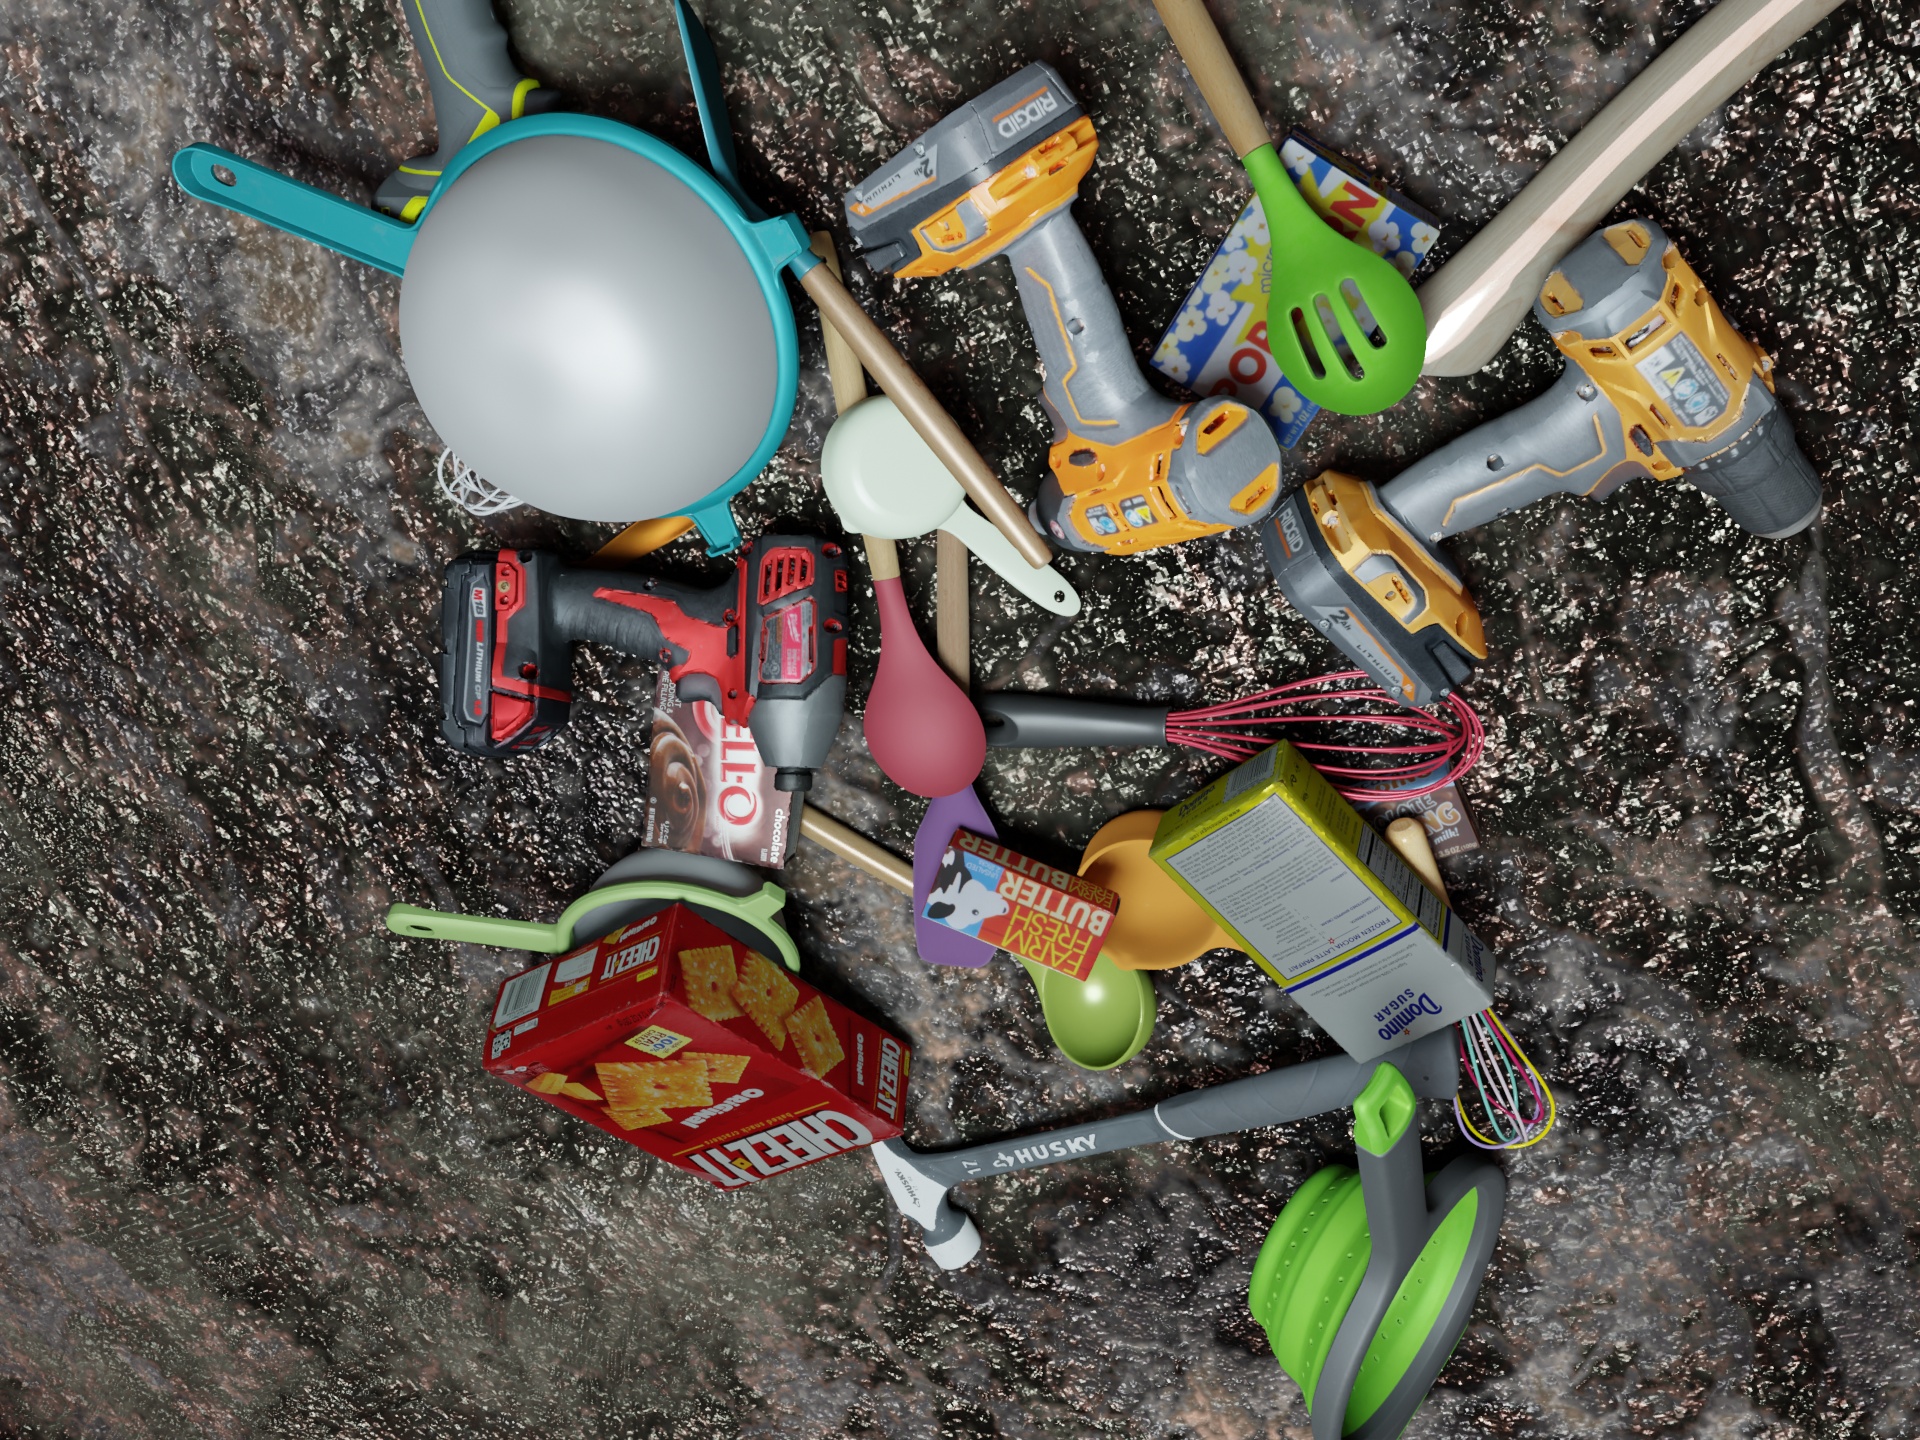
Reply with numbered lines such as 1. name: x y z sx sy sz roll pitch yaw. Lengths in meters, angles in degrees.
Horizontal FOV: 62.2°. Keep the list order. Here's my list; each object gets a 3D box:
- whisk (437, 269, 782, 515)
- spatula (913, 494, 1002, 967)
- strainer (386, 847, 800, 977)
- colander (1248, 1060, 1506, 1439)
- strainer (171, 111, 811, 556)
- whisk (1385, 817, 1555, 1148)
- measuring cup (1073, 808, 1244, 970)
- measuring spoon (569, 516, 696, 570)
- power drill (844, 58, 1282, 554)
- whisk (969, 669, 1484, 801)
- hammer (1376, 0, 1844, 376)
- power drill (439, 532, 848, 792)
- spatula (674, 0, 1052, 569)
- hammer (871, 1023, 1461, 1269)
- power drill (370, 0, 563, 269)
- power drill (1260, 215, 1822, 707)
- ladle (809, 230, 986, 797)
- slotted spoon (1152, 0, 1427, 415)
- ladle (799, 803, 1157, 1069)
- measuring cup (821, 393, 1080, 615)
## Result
1. whisk: -0.193 -0.186 0.871 0.246 0.058 0.059 -31 140 22
2. spatula: -0.001 -0.003 0.904 0.060 0.018 0.315 3 108 14
3. strainer: -0.224 0.117 0.996 0.256 0.069 0.151 6 140 1
4. colander: 0.222 0.288 0.914 0.095 0.204 0.396 26 152 35
5. strainer: -0.251 -0.200 0.776 0.340 0.095 0.210 23 128 3
6. whisk: 0.289 0.154 0.906 0.047 0.051 0.244 1 126 45
7. measuring cup: 0.152 0.108 0.928 0.173 0.052 0.095 18 119 2
8. measuring spoon: -0.185 -0.107 0.926 0.117 0.011 0.021 -27 114 20
9. power drill: 0.042 -0.181 0.775 0.226 0.084 0.164 57 152 -15
10. whisk: 0.134 0.003 0.880 0.296 0.073 0.073 2 116 20
11. hammer: 0.341 -0.311 0.684 0.146 0.038 0.410 43 118 -8
12. power drill: -0.171 -0.031 0.891 0.219 0.078 0.143 0 88 6
13. spatula: -0.048 -0.207 0.780 0.044 0.082 0.317 -38 97 7
14. hammer: 0.115 0.247 0.988 0.409 0.036 0.149 -22 107 30
15. power drill: -0.218 -0.329 0.787 0.171 0.080 0.223 5 121 12
16. power drill: 0.285 -0.103 0.769 0.185 0.084 0.226 37 118 -27
17. ladle: -0.043 -0.103 0.860 0.069 0.031 0.315 -7 104 15
18. slotted spoon: 0.120 -0.280 0.722 0.070 0.031 0.314 -26 94 33
19. ladle: -0.023 0.109 0.968 0.320 0.062 0.078 30 112 0
20. measuring cup: 0.003 -0.106 0.836 0.167 0.038 0.083 36 86 -15
